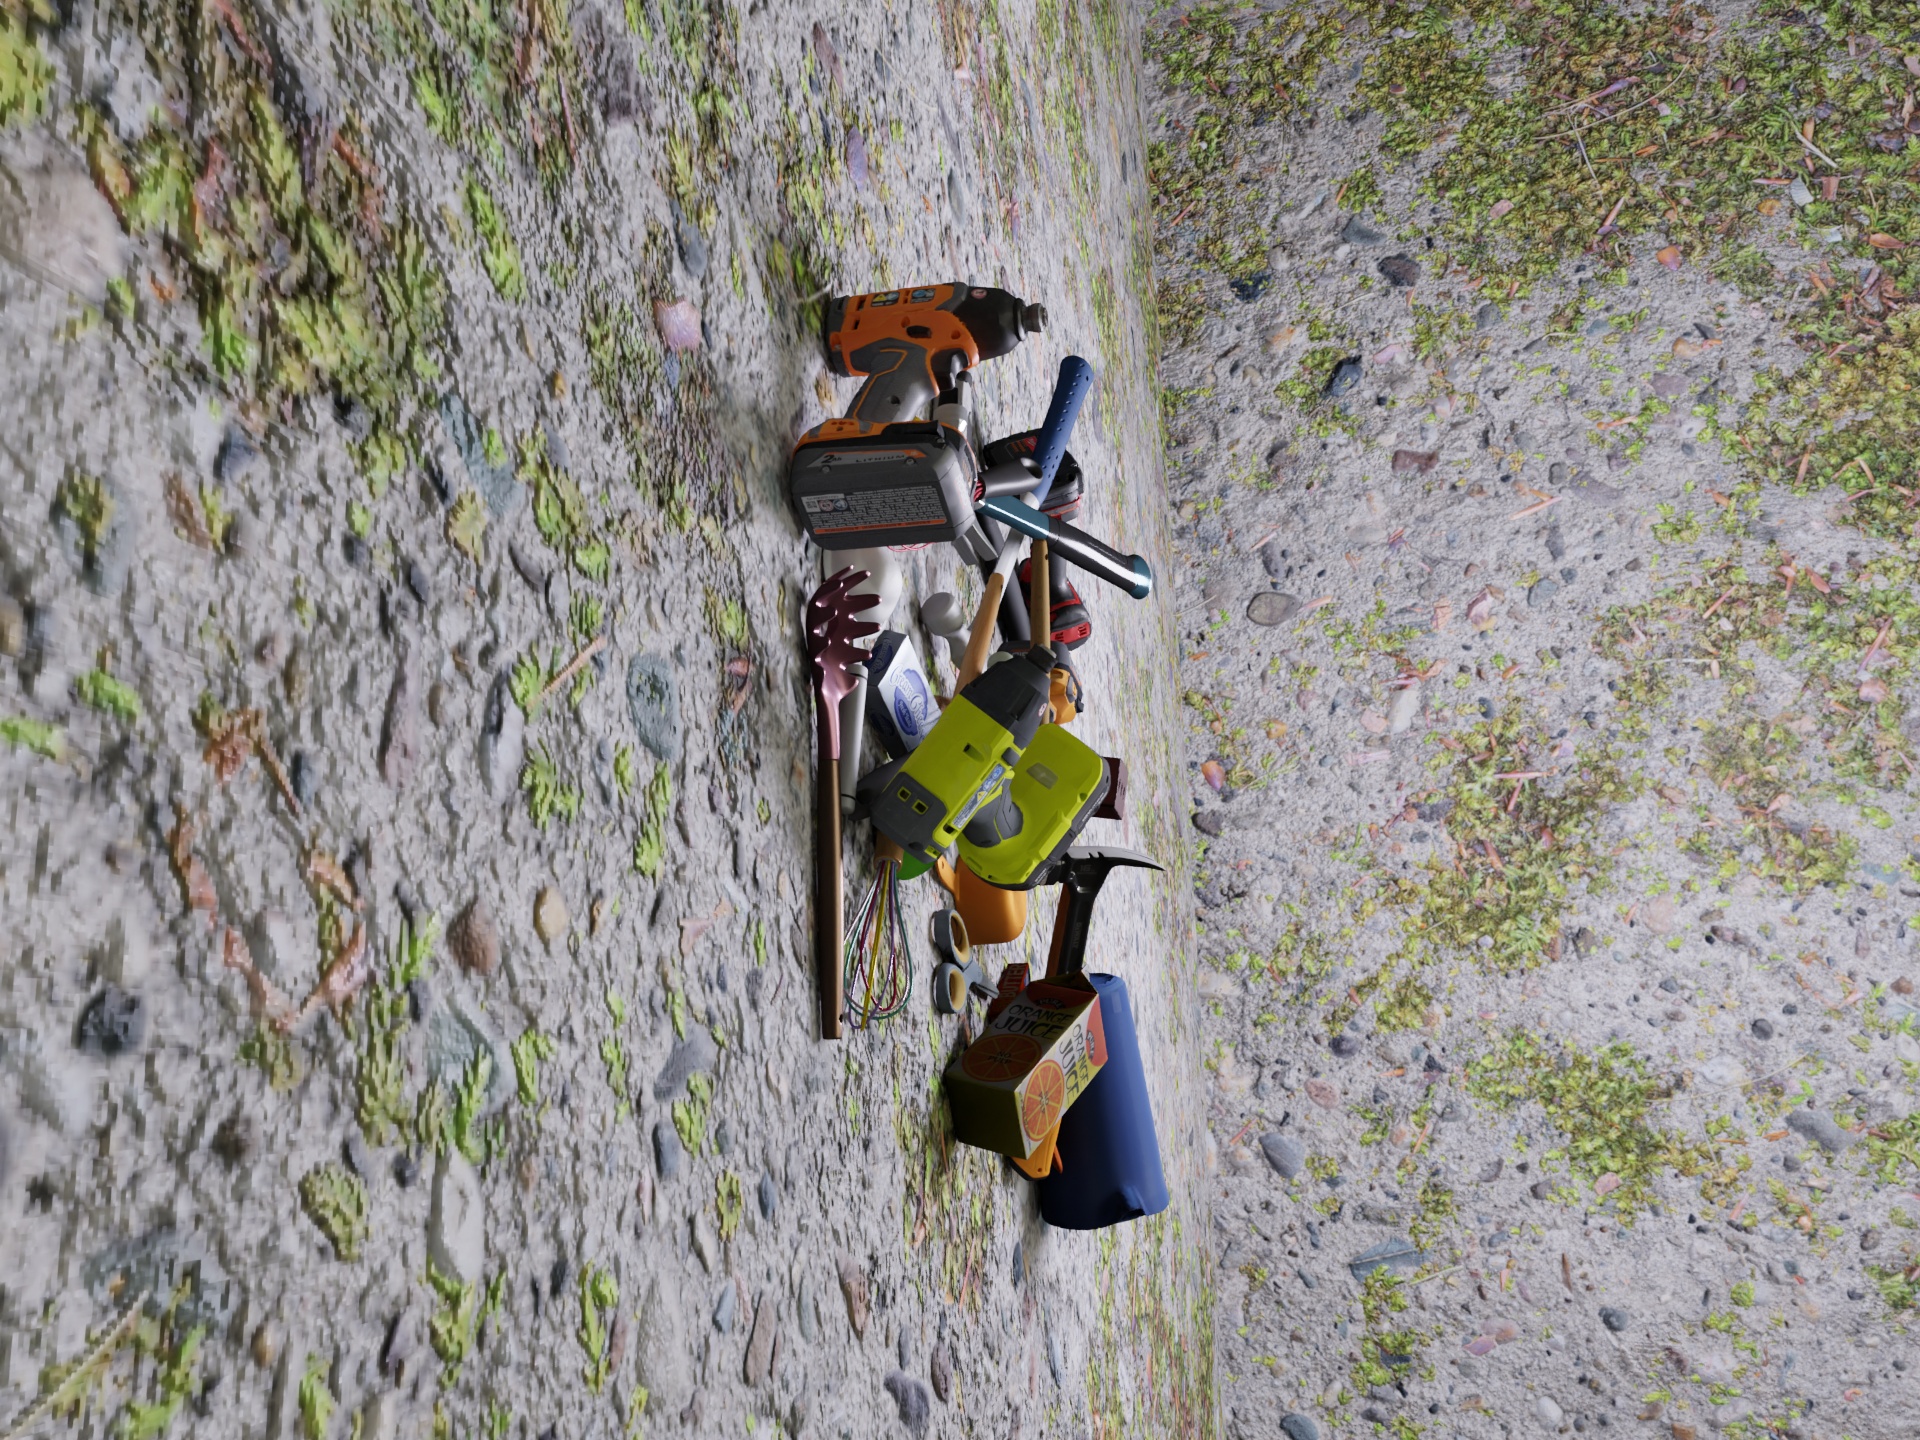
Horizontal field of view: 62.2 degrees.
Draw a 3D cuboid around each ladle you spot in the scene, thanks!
[{"bbox_3d":[0.073,-0.010,1.446,0.069,0.031,0.315,-37,130,-59],"label":"ladle"}]

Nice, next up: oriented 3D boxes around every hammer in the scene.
[{"bbox_3d":[0.082,-0.176,1.472,0.330,0.033,0.128,19,65,-50],"label":"hammer"},{"bbox_3d":[0.027,-0.188,1.588,0.334,0.035,0.146,70,20,-47],"label":"hammer"},{"bbox_3d":[0.065,-0.198,1.518,0.143,0.035,0.406,54,43,-38],"label":"hammer"},{"bbox_3d":[0.101,0.277,1.489,0.034,0.127,0.336,-143,-121,-60],"label":"hammer"}]

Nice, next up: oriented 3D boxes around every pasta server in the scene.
[{"bbox_3d":[-0.082,0.053,1.069,0.060,0.040,0.316,16,70,-62],"label":"pasta server"}]

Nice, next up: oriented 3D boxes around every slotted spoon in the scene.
[{"bbox_3d":[-0.002,-0.004,1.320,0.070,0.031,0.314,68,31,-49],"label":"slotted spoon"}]

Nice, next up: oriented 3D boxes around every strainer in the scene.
[{"bbox_3d":[-0.073,-0.040,1.136,0.086,0.050,0.259,34,54,-52],"label":"strainer"}]

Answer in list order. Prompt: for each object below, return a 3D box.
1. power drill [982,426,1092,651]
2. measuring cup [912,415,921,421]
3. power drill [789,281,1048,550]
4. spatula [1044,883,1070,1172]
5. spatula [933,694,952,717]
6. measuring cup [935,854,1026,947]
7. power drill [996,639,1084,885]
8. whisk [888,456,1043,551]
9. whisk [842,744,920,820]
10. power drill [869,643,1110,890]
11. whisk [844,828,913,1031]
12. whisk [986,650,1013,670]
[{"bbox_3d":[0.086,-0.194,1.704,0.143,0.078,0.219,-116,-169,-48],"label":"power drill"},{"bbox_3d":[-0.043,-0.277,1.342,0.062,0.029,0.156,35,54,-72],"label":"measuring cup"},{"bbox_3d":[-0.027,-0.228,1.127,0.084,0.164,0.227,70,23,-47],"label":"power drill"},{"bbox_3d":[0.093,0.281,1.542,0.081,0.041,0.322,-140,-124,-63],"label":"spatula"},{"bbox_3d":[-0.011,-0.007,1.404,0.317,0.044,0.082,8,78,-71],"label":"spatula"},{"bbox_3d":[0.020,0.146,1.408,0.173,0.052,0.095,57,31,-66],"label":"measuring cup"},{"bbox_3d":[0.078,0.053,1.628,0.185,0.084,0.226,59,33,-65],"label":"power drill"},{"bbox_3d":[0.003,-0.185,1.288,0.296,0.073,0.073,-29,114,-61],"label":"whisk"},{"bbox_3d":[-0.021,0.029,1.210,0.239,0.055,0.055,-32,117,-54],"label":"whisk"},{"bbox_3d":[0.034,0.040,1.183,0.171,0.080,0.223,-52,156,-2],"label":"power drill"},{"bbox_3d":[-0.053,0.119,1.152,0.245,0.051,0.047,-84,157,-46],"label":"whisk"},{"bbox_3d":[0.034,0.022,1.414,0.058,0.059,0.246,54,-21,32],"label":"whisk"}]
